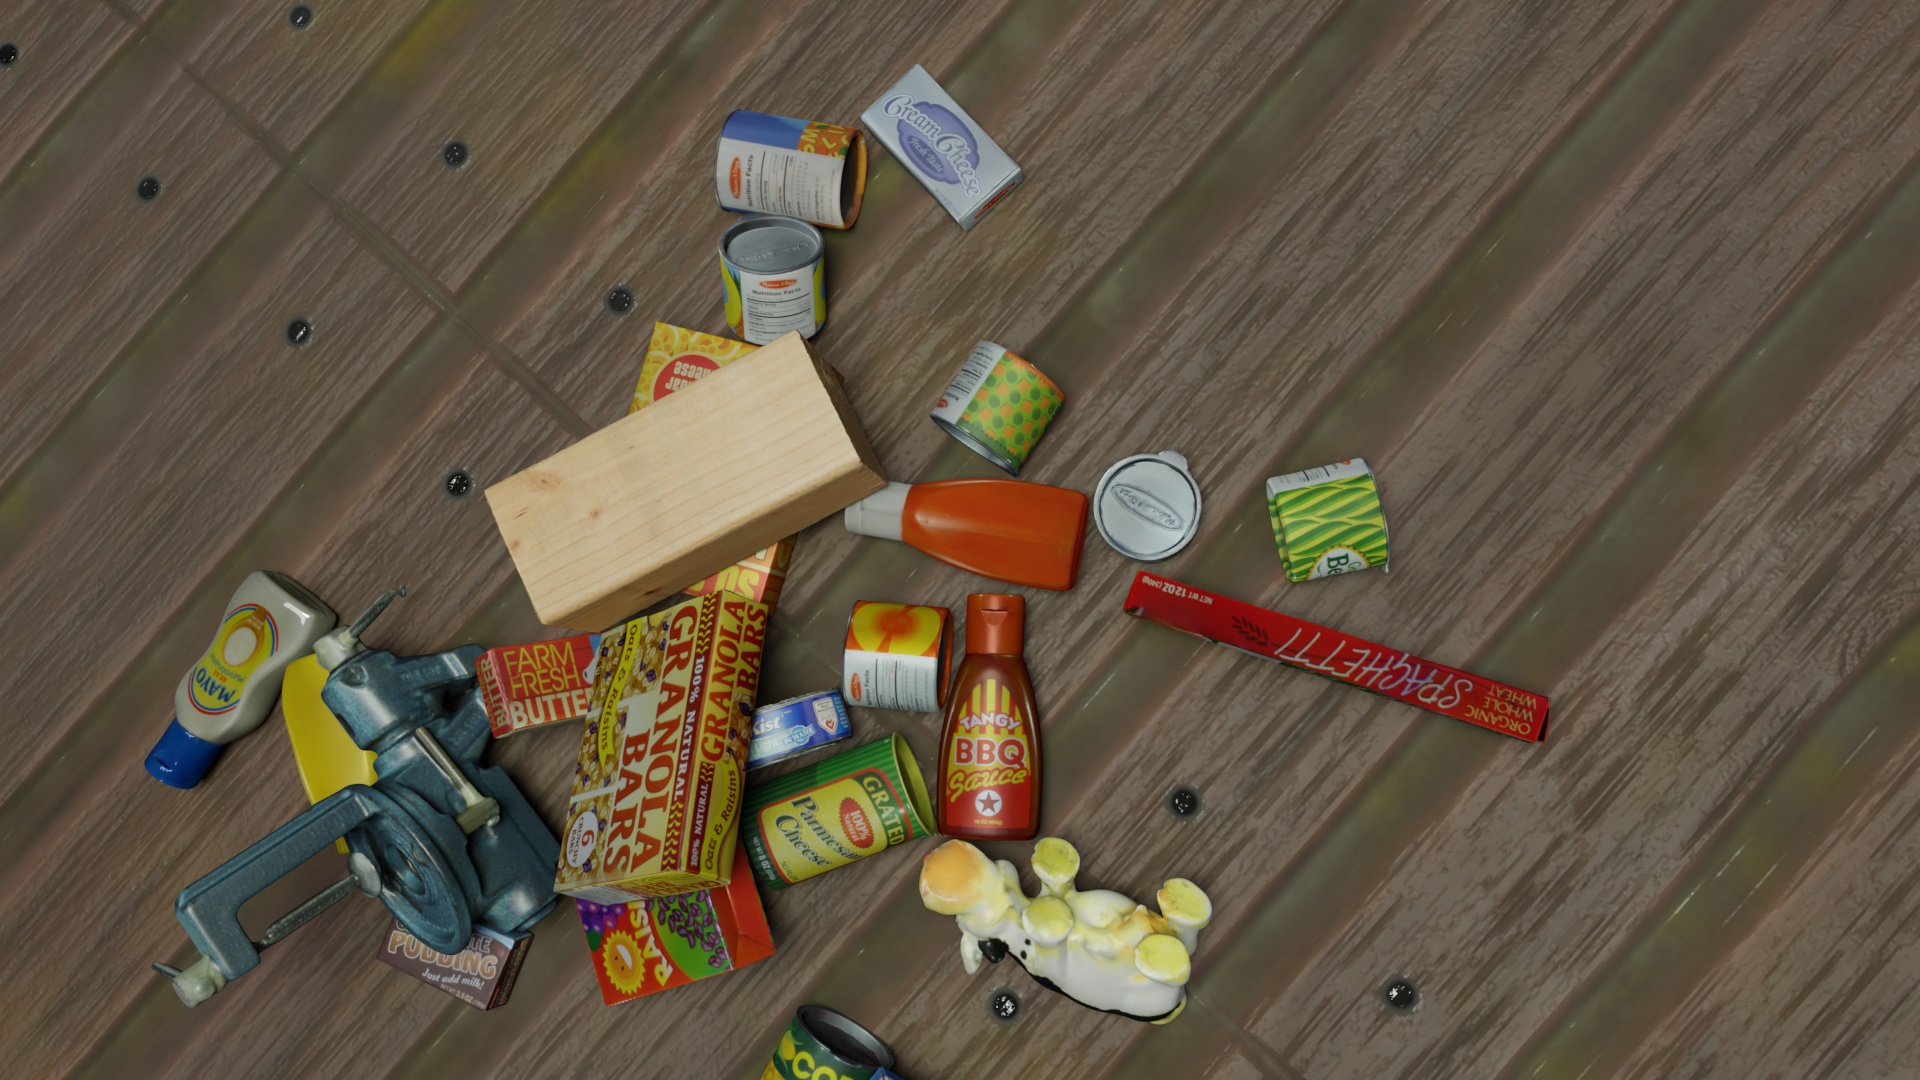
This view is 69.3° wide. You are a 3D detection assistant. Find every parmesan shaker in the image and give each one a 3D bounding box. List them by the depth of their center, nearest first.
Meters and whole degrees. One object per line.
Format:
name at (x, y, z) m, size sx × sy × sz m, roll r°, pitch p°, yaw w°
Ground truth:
parmesan shaker at (-0.074, 0.168, 0.849) m, size 0.103 × 0.071 × 0.071 m, roll -22°, pitch 81°, yaw 5°

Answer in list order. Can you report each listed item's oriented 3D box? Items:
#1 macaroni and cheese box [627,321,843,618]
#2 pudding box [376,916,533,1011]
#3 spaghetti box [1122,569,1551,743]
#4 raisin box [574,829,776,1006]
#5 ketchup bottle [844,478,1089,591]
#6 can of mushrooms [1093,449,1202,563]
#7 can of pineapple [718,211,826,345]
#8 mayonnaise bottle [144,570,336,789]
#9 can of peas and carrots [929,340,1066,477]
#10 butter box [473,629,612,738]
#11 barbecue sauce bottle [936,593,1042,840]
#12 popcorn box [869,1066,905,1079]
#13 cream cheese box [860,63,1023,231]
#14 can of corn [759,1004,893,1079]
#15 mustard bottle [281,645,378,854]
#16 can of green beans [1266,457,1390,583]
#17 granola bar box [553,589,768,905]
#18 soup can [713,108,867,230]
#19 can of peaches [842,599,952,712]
macaroni and cheese box at (-0.160, -0.046, 0.900) m, size 0.124 × 0.040 × 0.166 m, roll 15°, pitch 85°, yaw 10°
pudding box at (-0.323, 0.260, 0.889) m, size 0.084 × 0.030 × 0.049 m, roll 22°, pitch 86°, yaw 10°
spaghetti box at (0.221, 0.069, 0.829) m, size 0.250 × 0.050 × 0.028 m, roll 17°, pitch 87°, yaw 9°
raisin box at (-0.177, 0.226, 0.842) m, size 0.123 × 0.040 × 0.086 m, roll -26°, pitch 79°, yaw 34°
ketchup bottle at (0.003, -0.011, 0.872) m, size 0.149 × 0.043 × 0.065 m, roll 10°, pitch 84°, yaw 9°
can of mushrooms at (0.118, -0.021, 0.862) m, size 0.071 × 0.033 × 0.071 m, roll -1°, pitch 83°, yaw 8°
can of pineapple at (-0.119, -0.167, 0.889) m, size 0.071 × 0.057 × 0.071 m, roll 2°, pitch 45°, yaw -2°
mayonnaise bottle at (-0.484, 0.095, 0.926) m, size 0.065 × 0.041 × 0.148 m, roll 34°, pitch 88°, yaw 11°
can of peas and carrots at (0.026, -0.082, 0.868) m, size 0.071 × 0.071 × 0.059 m, roll 34°, pitch 88°, yaw 10°
butter box at (-0.246, 0.088, 0.867) m, size 0.024 × 0.104 × 0.053 m, roll -26°, pitch 77°, yaw 41°
barbecue sauce bottle at (0.019, 0.108, 0.855) m, size 0.065 × 0.043 × 0.148 m, roll 2°, pitch 83°, yaw 4°
popcorn box at (-0.022, 0.372, 0.801) m, size 0.126 × 0.038 × 0.085 m, roll 38°, pitch 89°, yaw -21°
cream cheese box at (-0.013, -0.258, 0.914) m, size 0.053 × 0.024 × 0.104 m, roll -42°, pitch 80°, yaw 1°
can of corn at (-0.082, 0.322, 0.828) m, size 0.071 × 0.071 × 0.058 m, roll 28°, pitch 89°, yaw 10°
mustard bottle at (-0.394, 0.151, 0.904) m, size 0.065 × 0.049 × 0.160 m, roll -16°, pitch 82°, yaw 7°
can of green beans at (0.219, -0.011, 0.830) m, size 0.058 × 0.071 × 0.071 m, roll -13°, pitch 82°, yaw 7°
granola bar box at (-0.175, 0.121, 0.813) m, size 0.124 × 0.039 × 0.166 m, roll -20°, pitch 55°, yaw 39°
soup can at (-0.109, -0.243, 0.907) m, size 0.084 × 0.071 × 0.071 m, roll 11°, pitch 85°, yaw 8°
can of peaches at (-0.037, 0.070, 0.857) m, size 0.058 × 0.071 × 0.071 m, roll 4°, pitch 84°, yaw 9°
